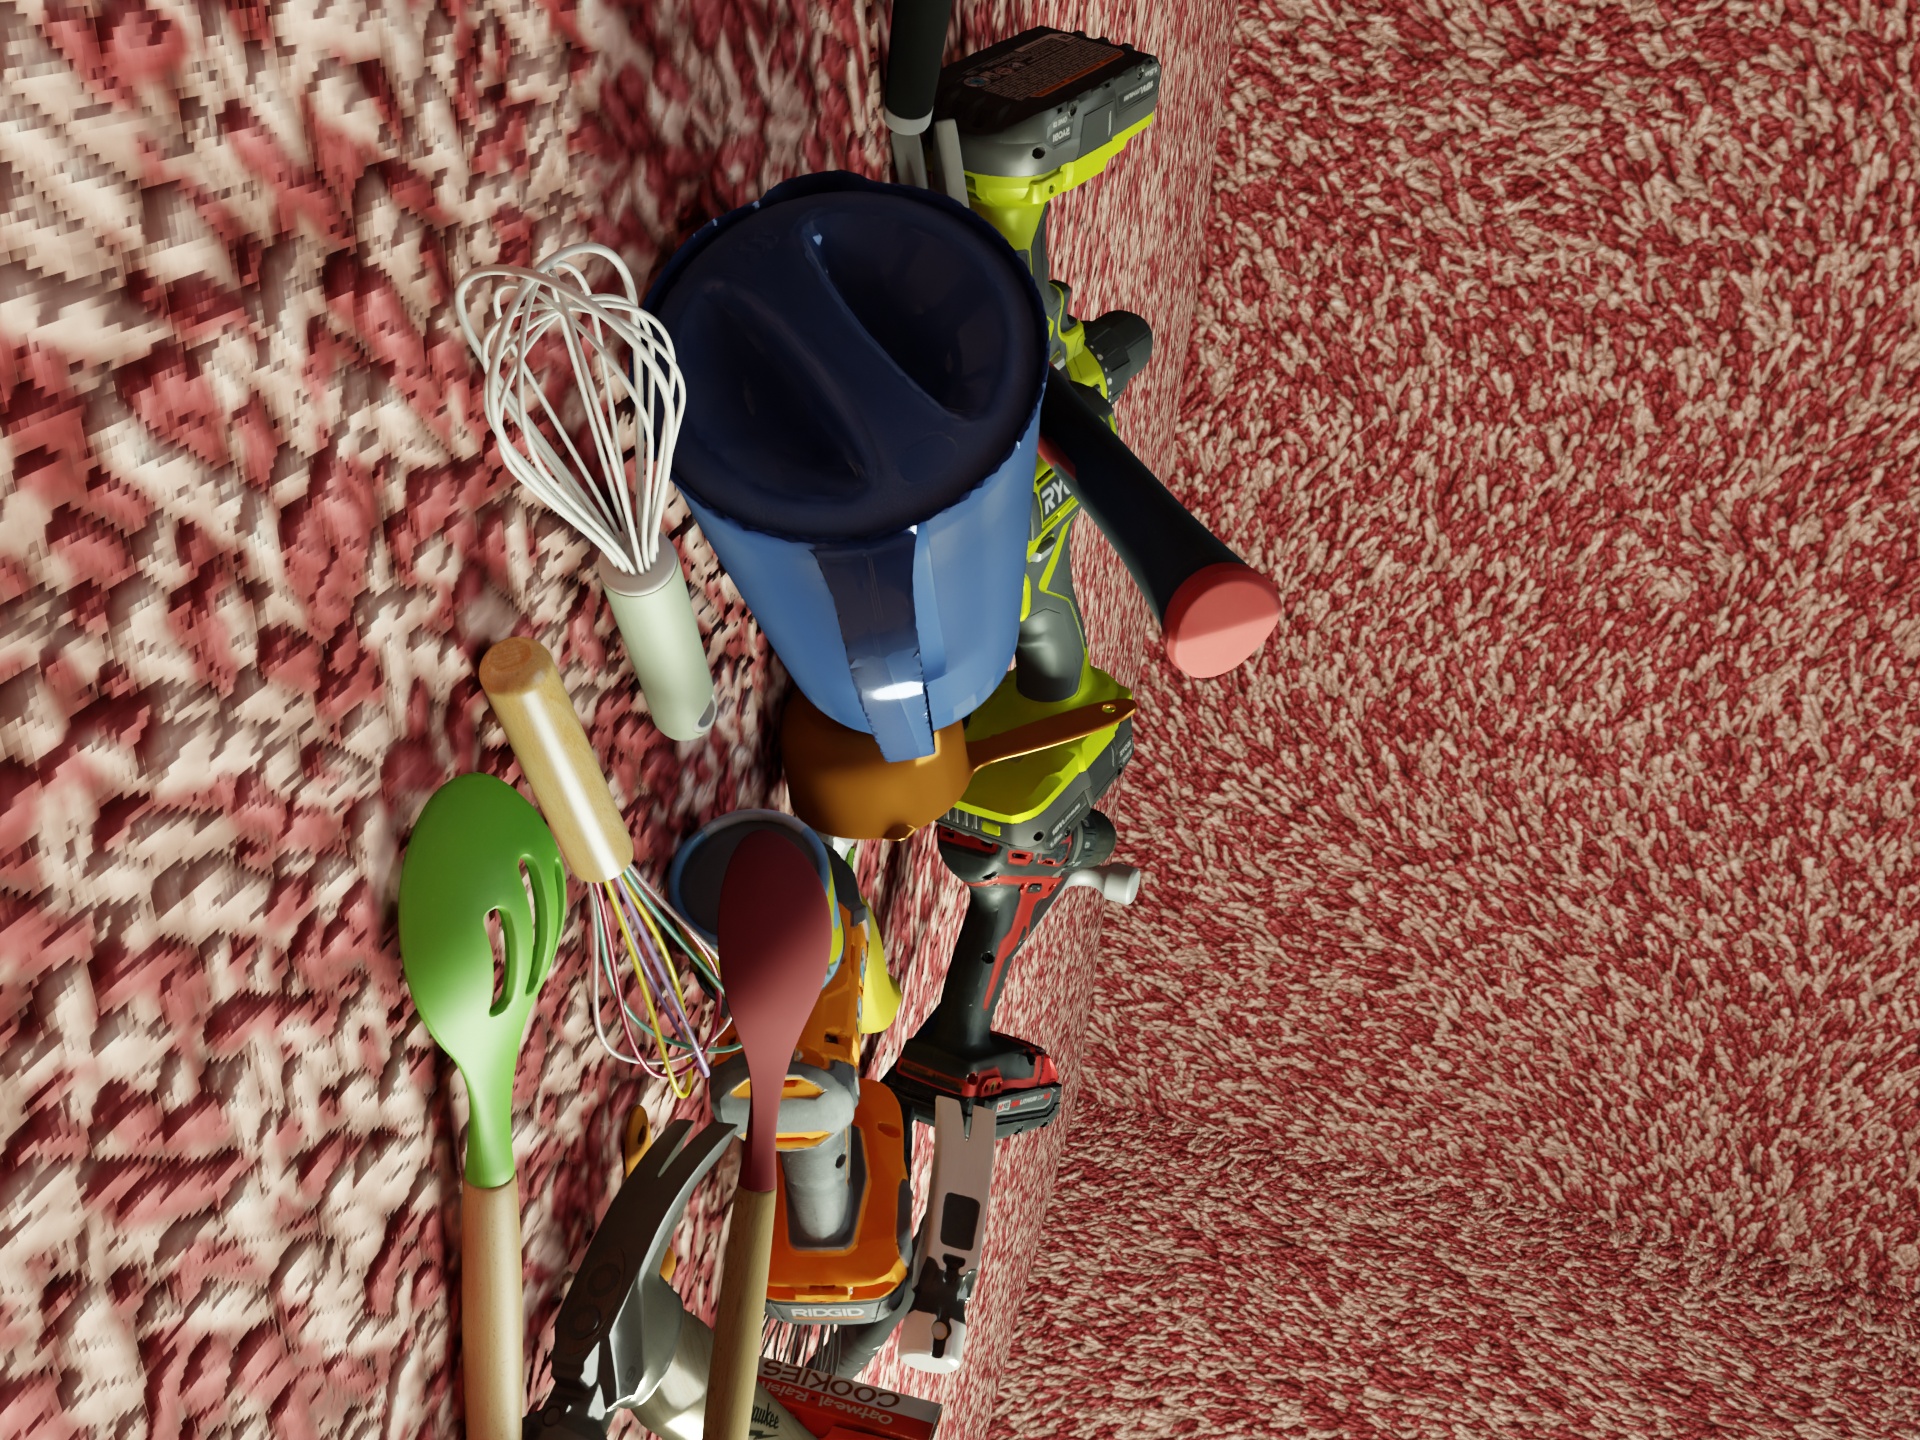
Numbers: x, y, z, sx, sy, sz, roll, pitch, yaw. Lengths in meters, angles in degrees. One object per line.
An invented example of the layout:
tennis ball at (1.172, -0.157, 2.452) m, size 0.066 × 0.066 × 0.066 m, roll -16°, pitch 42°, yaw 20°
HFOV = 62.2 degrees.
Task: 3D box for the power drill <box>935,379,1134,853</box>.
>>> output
power drill at (0.027, -0.046, 0.845) m, size 0.171 × 0.080 × 0.223 m, roll -46°, pitch 140°, yaw -39°

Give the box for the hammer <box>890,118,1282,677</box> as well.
hammer at (0.034, -0.135, 0.629) m, size 0.387 × 0.038 × 0.143 m, roll -115°, pitch -168°, yaw -58°

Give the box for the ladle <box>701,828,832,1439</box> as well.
ladle at (-0.081, 0.197, 0.592) m, size 0.069 × 0.031 × 0.315 m, roll -8°, pitch 107°, yaw -65°

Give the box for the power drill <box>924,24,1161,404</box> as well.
power drill at (0.051, -0.251, 0.880) m, size 0.190 × 0.080 × 0.228 m, roll -40°, pitch 146°, yaw -35°

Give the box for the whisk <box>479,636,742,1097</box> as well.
whisk at (-0.114, 0.061, 0.535) m, size 0.244 × 0.051 × 0.047 m, roll 83°, pitch 26°, yaw -51°

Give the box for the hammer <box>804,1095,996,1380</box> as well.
hammer at (-0.046, 0.344, 0.940) m, size 0.334 × 0.035 × 0.146 m, roll 116°, pitch -11°, yaw -51°

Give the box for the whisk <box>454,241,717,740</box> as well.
whisk at (-0.100, -0.052, 0.482) m, size 0.246 × 0.059 × 0.058 m, roll 92°, pitch 20°, yaw -65°

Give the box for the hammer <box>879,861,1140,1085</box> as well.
hammer at (0.016, 0.198, 1.251) m, size 0.405 × 0.144 × 0.035 m, roll -44°, pitch 142°, yaw -58°

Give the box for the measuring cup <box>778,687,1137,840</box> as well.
measuring cup at (-0.001, -0.002, 0.748) m, size 0.095 × 0.173 × 0.052 m, roll -114°, pitch -170°, yaw -54°

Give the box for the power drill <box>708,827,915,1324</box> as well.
power drill at (-0.069, 0.170, 0.768) m, size 0.164 × 0.084 × 0.226 m, roll -89°, pitch 177°, yaw -48°

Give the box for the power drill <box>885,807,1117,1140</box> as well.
power drill at (0.038, 0.156, 1.077) m, size 0.187 × 0.080 × 0.227 m, roll 9°, pitch 92°, yaw -58°

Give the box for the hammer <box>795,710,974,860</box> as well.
hammer at (-0.008, 0.014, 0.943) m, size 0.331 × 0.033 × 0.128 m, roll -26°, pitch 124°, yaw -65°

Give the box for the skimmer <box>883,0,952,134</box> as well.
skimmer at (-0.033, -0.369, 0.571) m, size 0.363 × 0.090 × 0.127 m, roll 104°, pitch 0°, yaw -61°

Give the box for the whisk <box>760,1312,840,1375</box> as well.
whisk at (-0.083, 0.321, 0.974) m, size 0.239 × 0.055 × 0.055 m, roll -75°, pitch 170°, yaw -48°

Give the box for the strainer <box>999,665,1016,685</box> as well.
strainer at (0.001, 0.011, 1.104) m, size 0.256 × 0.069 × 0.151 m, roll 34°, pitch 67°, yaw -60°

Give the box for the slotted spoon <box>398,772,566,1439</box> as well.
slotted spoon at (-0.147, 0.161, 0.502) m, size 0.070 × 0.031 × 0.313 m, roll -49°, pitch 150°, yaw -61°

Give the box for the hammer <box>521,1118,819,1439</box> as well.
hammer at (-0.060, 0.347, 0.732) m, size 0.410 × 0.038 × 0.146 m, roll 63°, pitch 37°, yaw -39°

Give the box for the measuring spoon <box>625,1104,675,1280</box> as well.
measuring spoon at (-0.130, 0.203, 0.673) m, size 0.021 × 0.011 × 0.116 m, roll -67°, pitch 164°, yaw -50°
